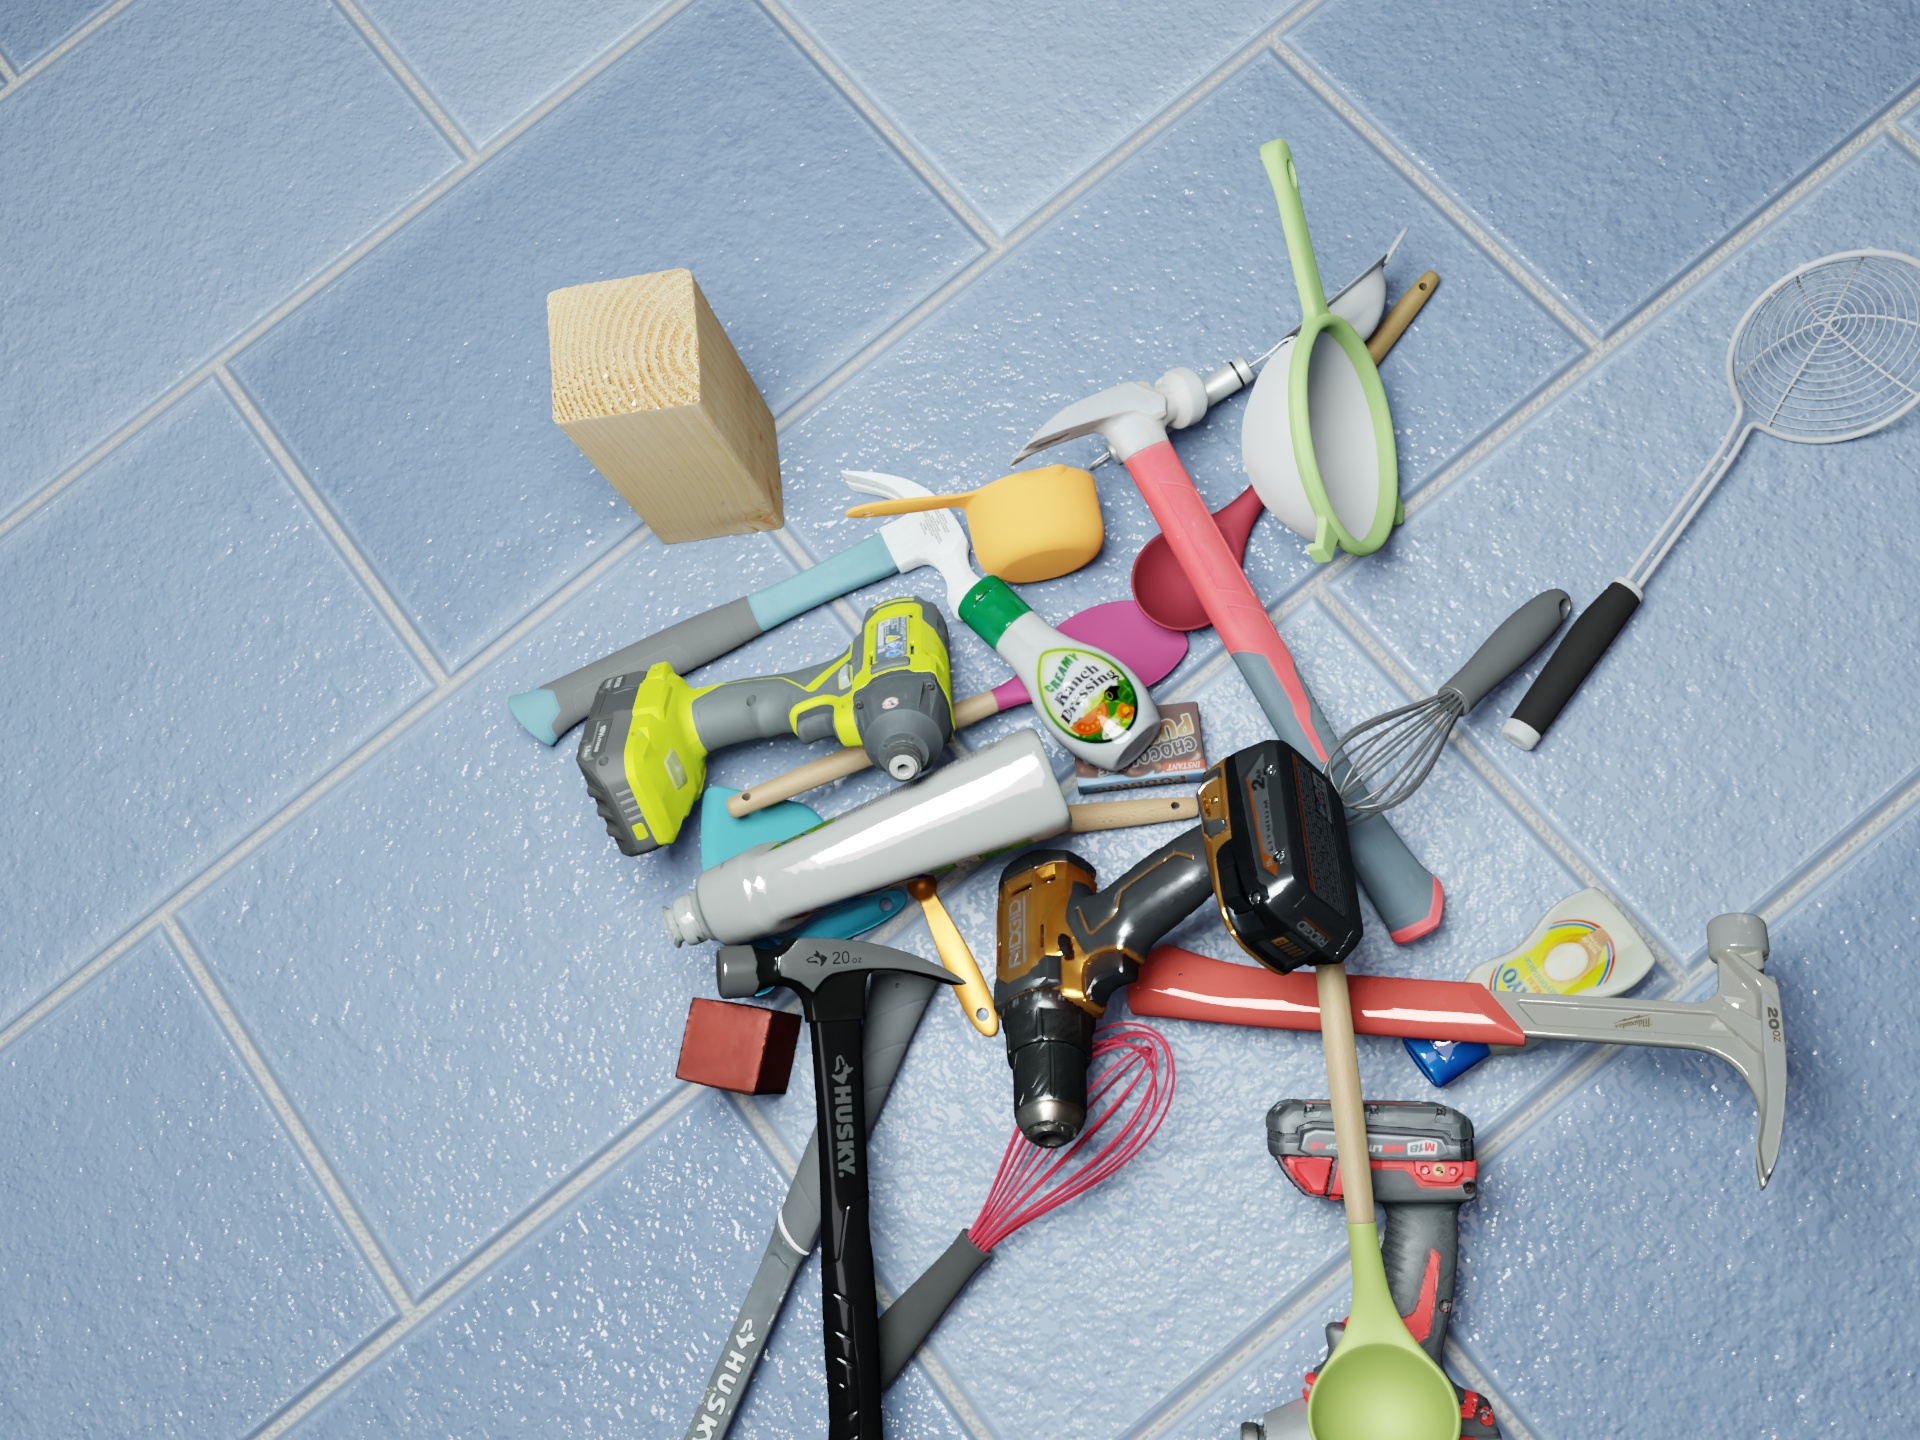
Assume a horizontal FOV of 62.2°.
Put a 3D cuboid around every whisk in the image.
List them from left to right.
[{"bbox_3d":[0.023,0.300,0.956,0.073,0.073,0.296,41,91,15],"label":"whisk"},{"bbox_3d":[0.299,-0.015,0.968,0.239,0.055,0.055,-38,73,-25],"label":"whisk"}]

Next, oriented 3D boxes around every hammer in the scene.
[{"bbox_3d":[-0.151,-0.066,1.080,0.331,0.033,0.128,-25,75,2],"label":"hammer"},{"bbox_3d":[-0.106,0.334,0.969,0.149,0.036,0.409,20,78,22],"label":"hammer"},{"bbox_3d":[-0.062,0.294,0.928,0.146,0.035,0.335,-1,81,-15],"label":"hammer"},{"bbox_3d":[0.175,-0.033,0.982,0.143,0.038,0.386,-25,83,-28],"label":"hammer"},{"bbox_3d":[0.273,0.175,0.916,0.359,0.036,0.149,0,57,21],"label":"hammer"}]

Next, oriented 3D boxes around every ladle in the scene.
[{"bbox_3d":[0.222,-0.183,1.060,0.069,0.031,0.315,39,82,6],"label":"ladle"},{"bbox_3d":[0.213,0.245,0.861,0.078,0.062,0.320,-8,76,15],"label":"ladle"}]

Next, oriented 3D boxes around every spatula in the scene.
[{"bbox_3d":[-0.006,0.070,1.021,0.317,0.044,0.082,-7,71,5],"label":"spatula"}]

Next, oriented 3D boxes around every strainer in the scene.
[{"bbox_3d":[0.196,-0.236,1.062,0.258,0.087,0.050,-31,93,10],"label":"strainer"},{"bbox_3d":[0.202,-0.223,0.987,0.069,0.151,0.256,-9,100,36],"label":"strainer"}]

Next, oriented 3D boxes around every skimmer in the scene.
[{"bbox_3d":[0.465,-0.127,0.979,0.127,0.090,0.363,39,86,-17],"label":"skimmer"}]

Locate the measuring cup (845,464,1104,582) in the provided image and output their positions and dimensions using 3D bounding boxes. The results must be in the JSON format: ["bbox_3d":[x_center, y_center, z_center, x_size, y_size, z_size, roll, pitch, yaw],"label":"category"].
[{"bbox_3d":[0.012,-0.119,1.021,0.173,0.095,0.052,-8,76,-24],"label":"measuring cup"}]

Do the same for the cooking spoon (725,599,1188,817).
[{"bbox_3d":[-0.002,-0.003,1.032,0.319,0.017,0.069,-22,66,-7],"label":"cooking spoon"}]

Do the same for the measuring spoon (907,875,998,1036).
[{"bbox_3d":[-0.005,0.148,1.018,0.021,0.011,0.117,-27,74,1],"label":"measuring spoon"}]

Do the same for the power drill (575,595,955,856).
[{"bbox_3d":[-0.114,0.004,0.985,0.223,0.080,0.171,-15,30,7],"label":"power drill"}]

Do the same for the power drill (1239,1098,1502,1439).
[{"bbox_3d":[0.230,0.331,0.910,0.143,0.078,0.220,-1,79,8],"label":"power drill"}]

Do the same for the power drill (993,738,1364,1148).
[{"bbox_3d":[0.110,0.129,0.902,0.226,0.084,0.186,-30,39,31],"label":"power drill"}]

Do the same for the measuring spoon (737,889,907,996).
[{"bbox_3d":[-0.093,0.142,1.034,0.128,0.021,0.042,-23,73,-8],"label":"measuring spoon"}]
